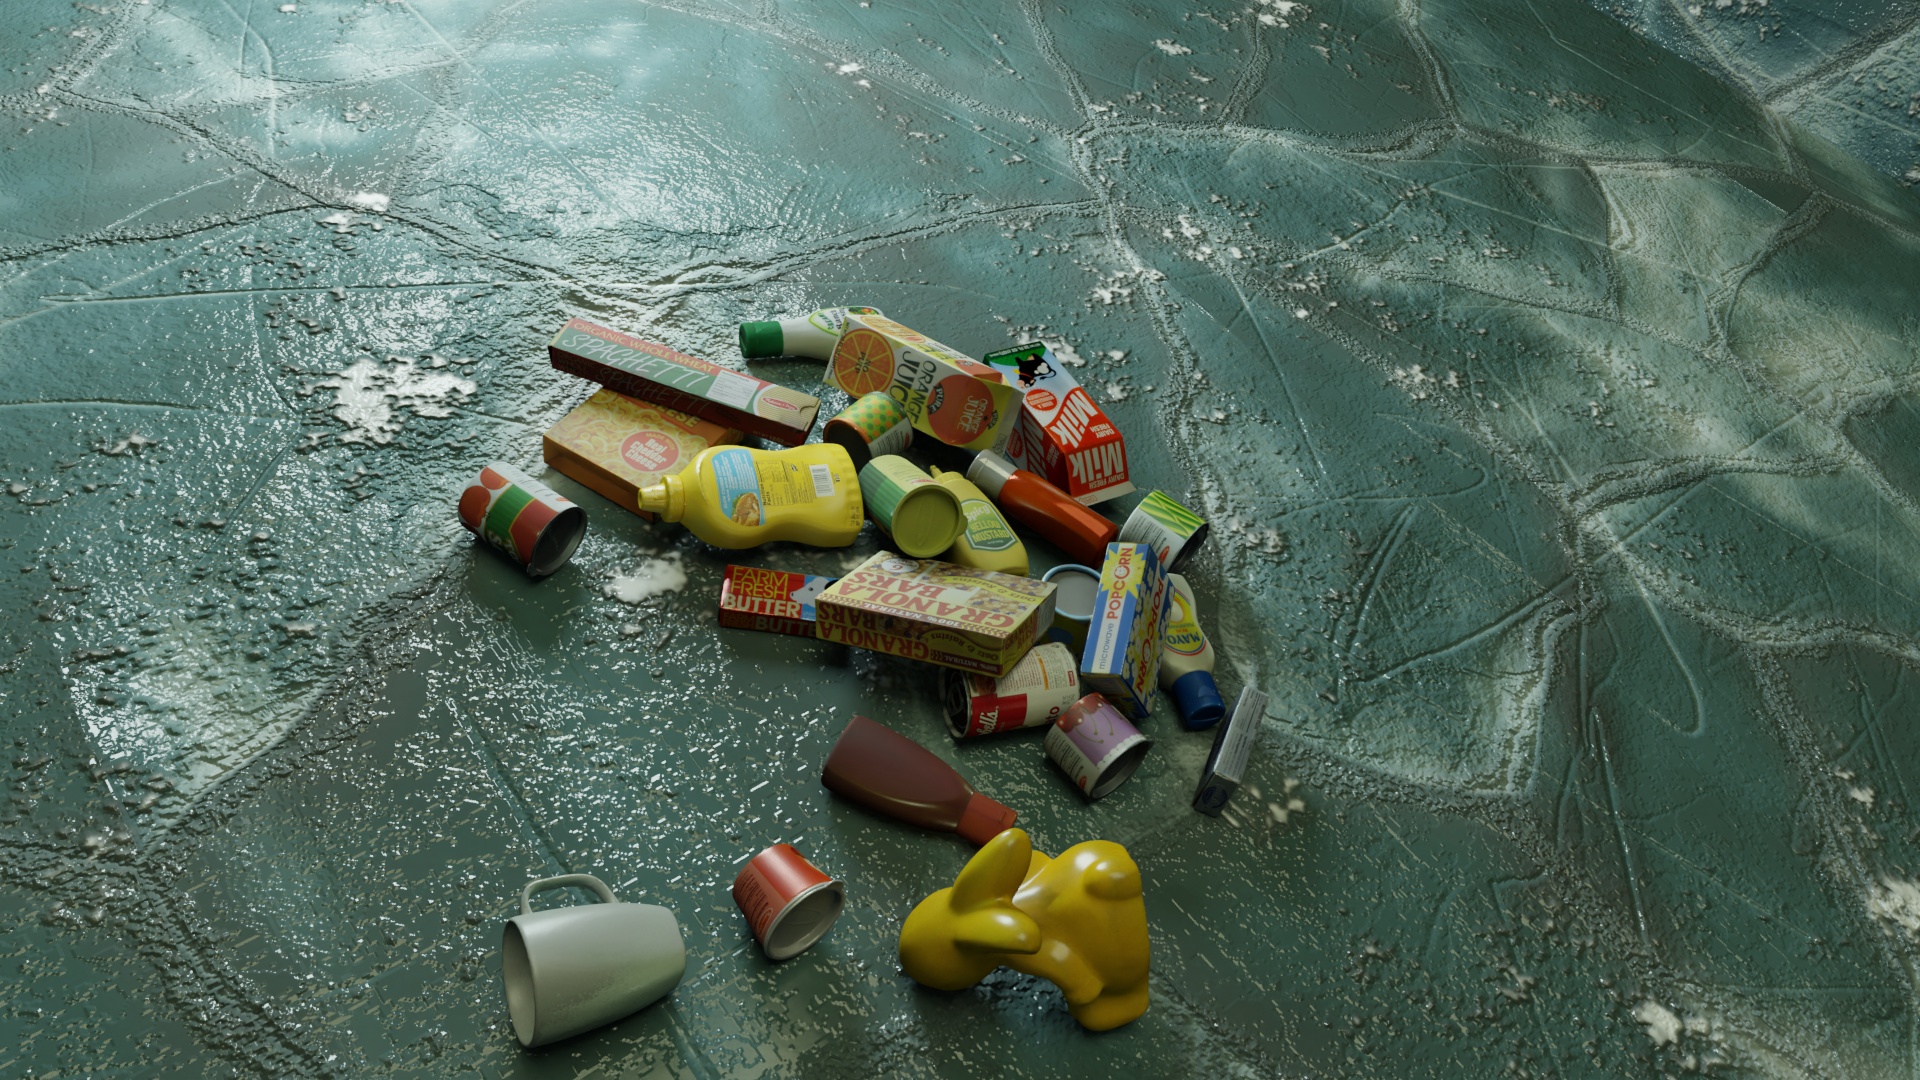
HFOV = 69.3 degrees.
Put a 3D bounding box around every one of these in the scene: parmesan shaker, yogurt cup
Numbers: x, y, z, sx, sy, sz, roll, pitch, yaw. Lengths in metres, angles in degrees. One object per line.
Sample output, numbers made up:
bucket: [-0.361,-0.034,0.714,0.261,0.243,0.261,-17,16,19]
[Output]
parmesan shaker: [-0.045,-0.031,1.236,0.071,0.071,0.103,-8,20,-22]
yogurt cup: [-0.123,0.251,0.975,0.073,0.072,0.054,-26,50,-33]

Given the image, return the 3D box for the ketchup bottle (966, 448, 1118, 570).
ketchup bottle: [0.075,-0.031,1.291,0.149,0.064,0.043,34,73,13]

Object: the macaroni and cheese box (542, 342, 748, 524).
macaroni and cheese box: [-0.283,-0.102,1.284,0.124,0.040,0.167,28,47,11]

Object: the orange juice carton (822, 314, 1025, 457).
orange juice carton: [-0.030,-0.150,1.348,0.193,0.071,0.073,28,19,19]

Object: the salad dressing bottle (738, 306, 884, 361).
salad dressing bottle: [-0.150,-0.209,1.418,0.148,0.043,0.064,-8,49,-22]

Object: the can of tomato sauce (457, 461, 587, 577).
can of tomato sauce: [-0.368,-0.017,1.164,0.083,0.070,0.071,30,47,14]

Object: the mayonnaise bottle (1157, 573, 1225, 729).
mayonnaise bottle: [0.191,0.095,1.221,0.065,0.041,0.149,-4,48,-16]

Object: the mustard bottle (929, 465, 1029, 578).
mustard bottle: [0.005,-0.016,1.272,0.065,0.048,0.161,-9,50,-29]

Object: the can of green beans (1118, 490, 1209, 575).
can of green beans: [0.190,-0.005,1.300,0.058,0.070,0.071,36,49,20]

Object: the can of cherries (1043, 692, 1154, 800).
can of cherries: [0.111,0.164,1.118,0.072,0.071,0.058,-27,58,-34]

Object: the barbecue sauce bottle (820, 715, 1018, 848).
barbecue sauce bottle: [-0.029,0.193,1.069,0.148,0.043,0.065,25,46,8]

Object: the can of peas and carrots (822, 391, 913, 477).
can of peas and carrots: [-0.090,-0.100,1.316,0.071,0.070,0.059,35,49,18]

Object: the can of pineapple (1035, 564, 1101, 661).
can of pineapple: [0.095,0.062,1.214,0.071,0.057,0.071,6,45,-6]

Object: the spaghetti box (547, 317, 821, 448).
spaghetti box: [-0.254,-0.146,1.282,0.250,0.028,0.050,18,46,2]

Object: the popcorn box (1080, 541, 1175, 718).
popcorn box: [0.142,0.076,1.169,0.038,0.085,0.127,0,60,28]

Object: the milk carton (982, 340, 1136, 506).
milk carton: [0.093,-0.105,1.364,0.072,0.073,0.191,-18,54,-28]

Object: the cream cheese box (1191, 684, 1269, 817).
cream cheese box: [0.224,0.173,1.148,0.024,0.053,0.104,25,46,7]

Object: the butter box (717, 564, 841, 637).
butter box: [-0.152,0.052,1.183,0.103,0.024,0.053,8,45,-8]

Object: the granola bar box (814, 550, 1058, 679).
granola bar box: [-0.018,0.059,1.145,0.165,0.039,0.125,10,22,21]
